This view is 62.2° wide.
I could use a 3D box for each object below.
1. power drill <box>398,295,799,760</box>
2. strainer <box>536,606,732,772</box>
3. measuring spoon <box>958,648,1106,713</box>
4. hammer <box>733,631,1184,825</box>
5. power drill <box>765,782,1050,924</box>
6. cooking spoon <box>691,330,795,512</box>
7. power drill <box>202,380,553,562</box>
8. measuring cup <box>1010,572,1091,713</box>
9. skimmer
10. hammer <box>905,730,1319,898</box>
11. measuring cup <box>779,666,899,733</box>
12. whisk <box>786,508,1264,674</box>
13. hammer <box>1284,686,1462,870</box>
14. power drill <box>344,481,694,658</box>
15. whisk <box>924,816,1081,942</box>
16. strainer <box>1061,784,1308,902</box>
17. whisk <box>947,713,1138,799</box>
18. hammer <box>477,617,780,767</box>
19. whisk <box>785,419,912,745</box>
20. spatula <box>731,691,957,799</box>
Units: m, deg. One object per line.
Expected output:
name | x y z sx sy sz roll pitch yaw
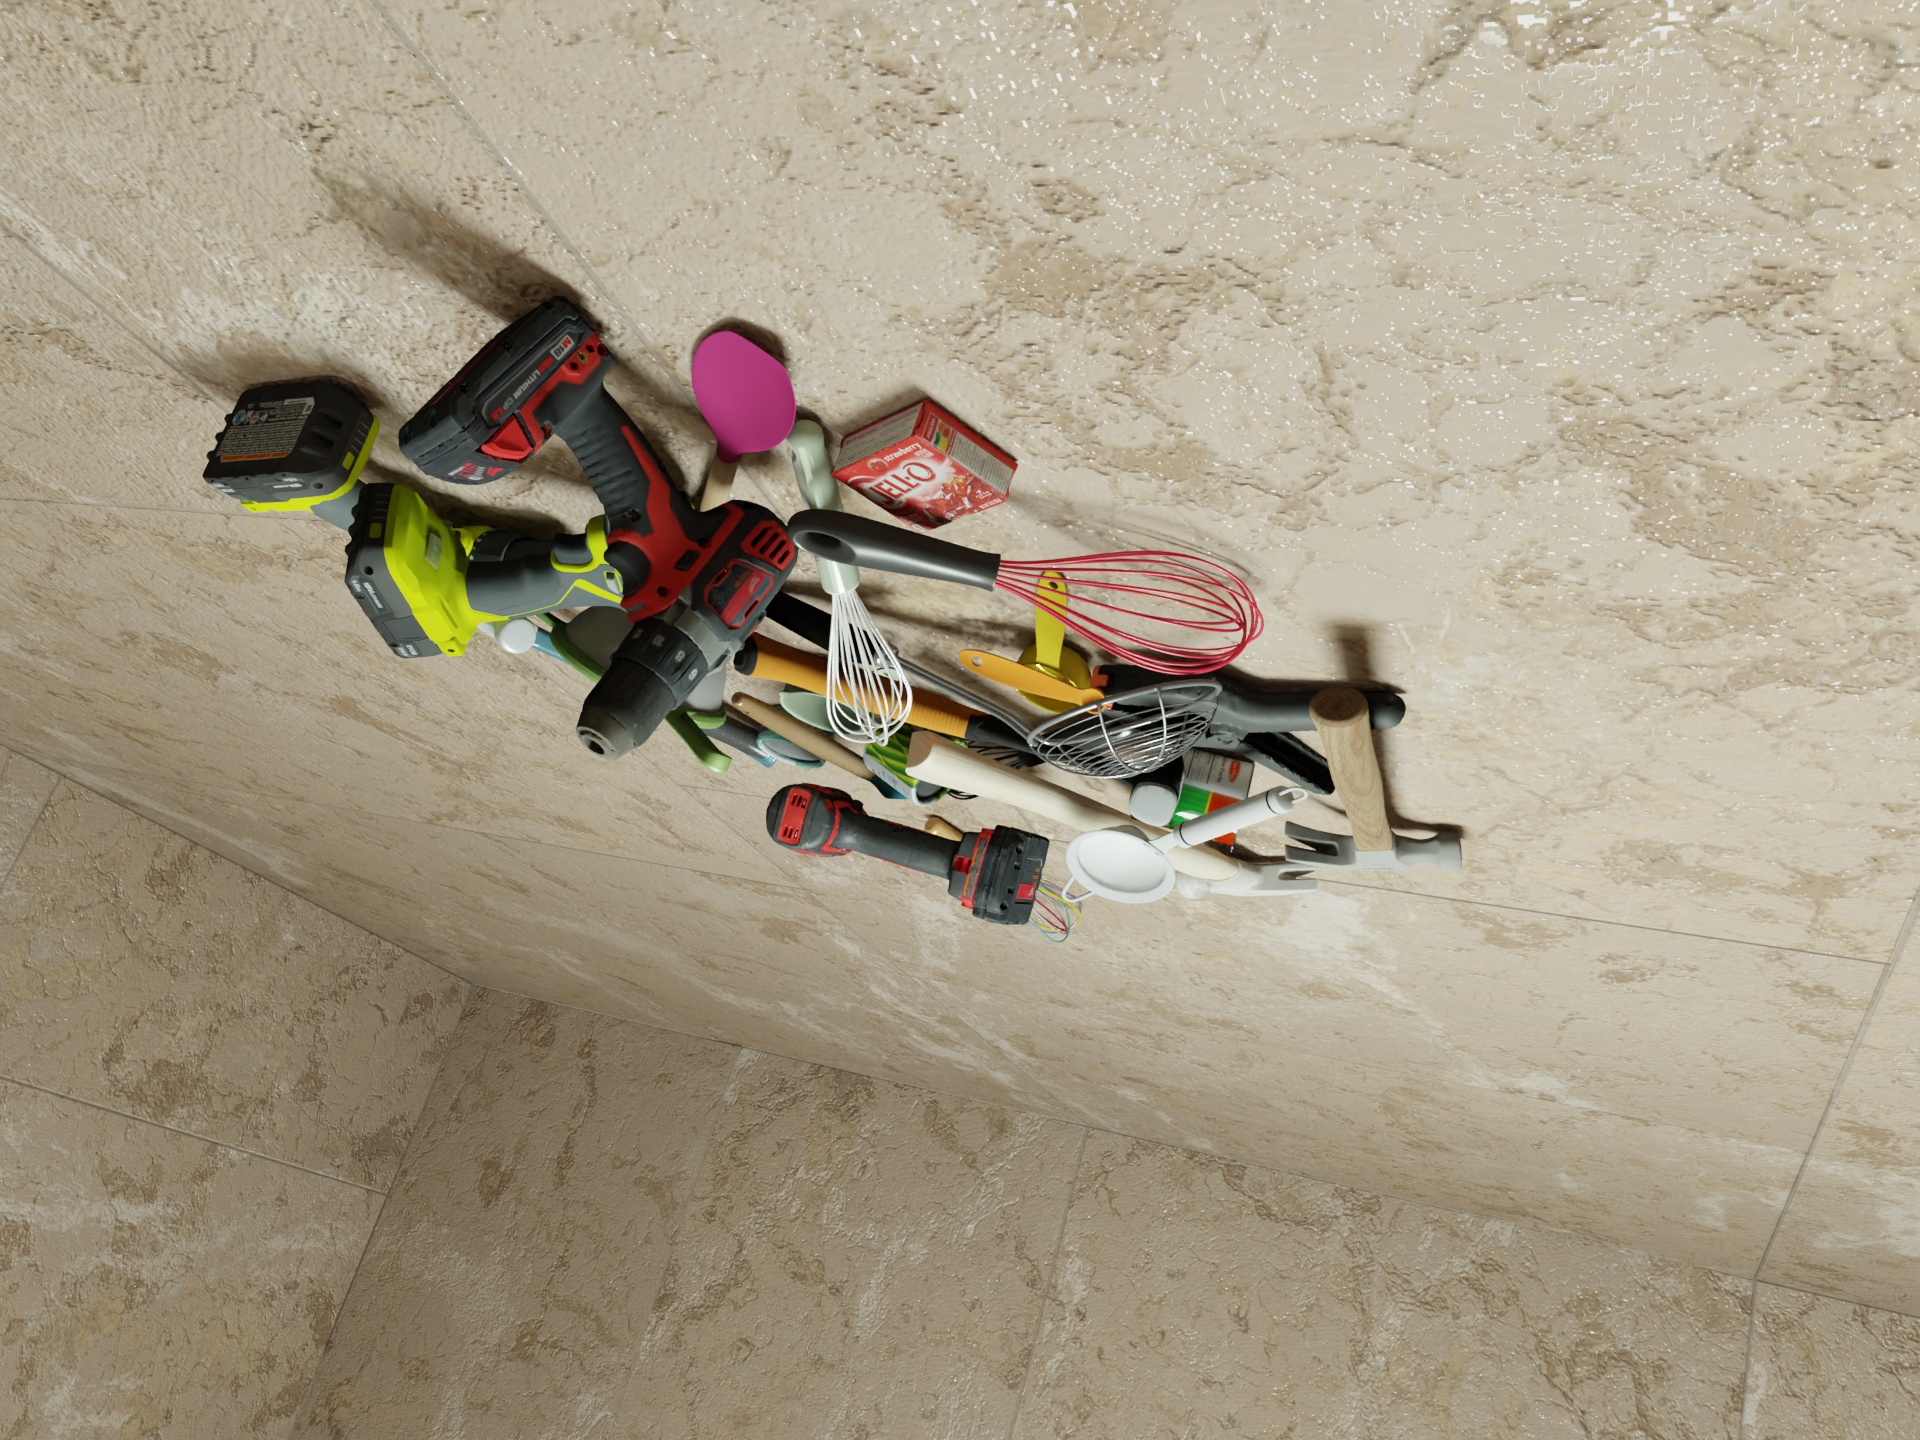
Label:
power drill | -0.214 -0.107 0.927 0.080 0.188 0.226 -9 131 50
strainer | -0.214 -0.039 1.198 0.151 0.069 0.257 24 -171 -36
measuring spoon | 0.051 -0.030 1.121 0.117 0.011 0.021 19 124 22
hammer | -0.002 -0.004 1.152 0.337 0.034 0.127 18 -164 6
power drill | -0.044 0.106 1.345 0.220 0.078 0.143 15 177 15
cooking spoon | -0.152 -0.161 1.020 0.068 0.017 0.319 34 157 -4
power drill | -0.409 -0.151 1.167 0.191 0.080 0.228 3 157 33
measuring cup | 0.066 -0.061 1.103 0.062 0.029 0.156 21 148 14
skimmer | 0.004 -0.050 1.087 0.363 0.090 0.127 26 -167 32
hammer | 0.123 0.082 1.299 0.410 0.038 0.146 23 159 -39
measuring cup | -0.085 -0.032 1.264 0.083 0.038 0.167 26 155 -21
whisk | 0.040 -0.084 0.961 0.296 0.073 0.073 13 159 -4
hammer | 0.280 0.051 1.123 0.130 0.031 0.331 -4 157 18
power drill | -0.285 -0.110 1.070 0.223 0.080 0.171 -4 151 2
whisk | 0.043 0.166 1.646 0.047 0.051 0.244 2 152 47
strainer | 0.163 0.086 1.177 0.086 0.050 0.258 38 145 -18
whisk | 0.055 0.023 1.285 0.055 0.055 0.239 31 150 -32
hammer | -0.280 -0.029 1.382 0.330 0.033 0.128 29 180 -41
whisk | -0.075 -0.081 1.016 0.059 0.058 0.246 -18 128 -7
spatula | -0.090 0.024 1.328 0.082 0.044 0.317 4 164 32
